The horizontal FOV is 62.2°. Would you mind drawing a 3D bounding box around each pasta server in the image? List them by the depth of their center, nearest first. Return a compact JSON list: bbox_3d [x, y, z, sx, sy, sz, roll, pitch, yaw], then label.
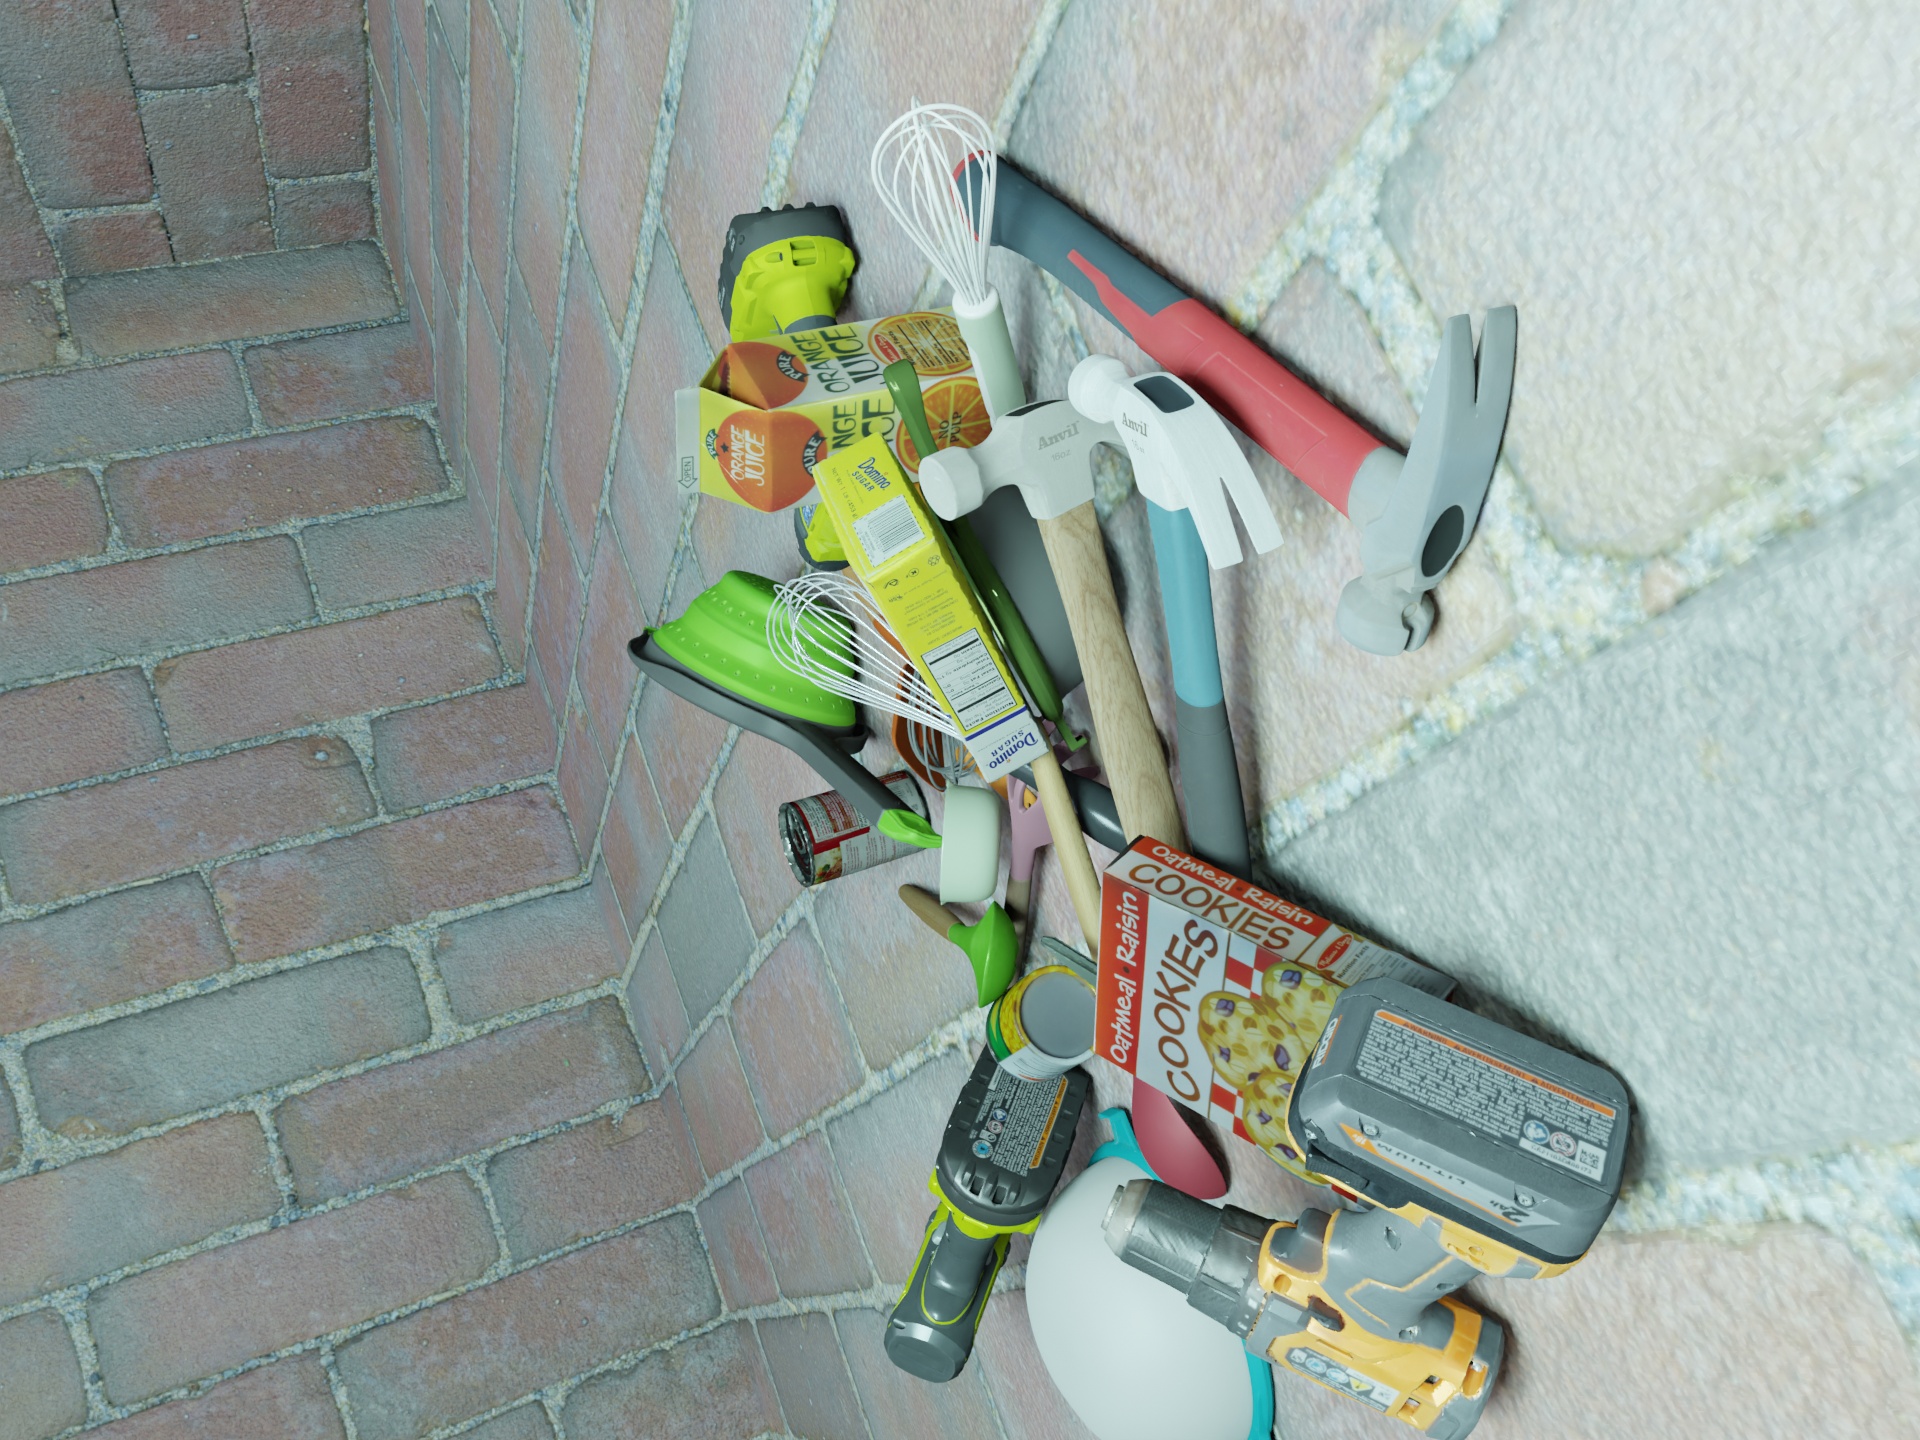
[{"bbox_3d":[0.045,0.114,1.060,0.060,0.040,0.316,48,152,31],"label":"pasta server"}]

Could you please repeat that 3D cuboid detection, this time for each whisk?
[{"bbox_3d":[0.005,-0.221,0.814,0.246,0.059,0.058,65,-174,-62],"label":"whisk"},{"bbox_3d":[-0.001,-0.003,0.941,0.285,0.070,0.070,34,143,17],"label":"whisk"},{"bbox_3d":[-0.019,-0.070,1.066,0.055,0.055,0.239,-165,66,-64],"label":"whisk"}]

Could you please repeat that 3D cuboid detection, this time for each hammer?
[{"bbox_3d":[0.097,-0.193,0.722,0.387,0.038,0.143,53,148,42],"label":"hammer"},{"bbox_3d":[0.114,-0.002,0.754,0.128,0.033,0.330,-133,26,-56],"label":"hammer"},{"bbox_3d":[0.084,-0.003,0.807,0.031,0.130,0.331,21,135,56],"label":"hammer"}]

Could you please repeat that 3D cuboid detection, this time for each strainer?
[{"bbox_3d":[0.026,-0.106,0.827,0.152,0.069,0.256,62,180,35],"label":"strainer"},{"bbox_3d":[0.129,0.425,0.976,0.210,0.095,0.341,96,151,-41],"label":"strainer"}]

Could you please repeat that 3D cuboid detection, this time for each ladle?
[{"bbox_3d":[0.088,0.144,0.911,0.069,0.031,0.315,6,118,61],"label":"ladle"}]

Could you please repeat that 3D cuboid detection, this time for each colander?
[{"bbox_3d":[-0.110,-0.026,1.203,0.397,0.204,0.094,37,105,50],"label":"colander"}]

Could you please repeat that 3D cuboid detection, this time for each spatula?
[{"bbox_3d":[-0.075,-0.086,1.188,0.080,0.041,0.323,46,-168,-53],"label":"spatula"}]

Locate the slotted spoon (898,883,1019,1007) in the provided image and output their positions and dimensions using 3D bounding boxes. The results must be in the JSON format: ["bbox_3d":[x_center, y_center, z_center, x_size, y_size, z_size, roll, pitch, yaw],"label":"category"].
[{"bbox_3d":[-0.007,0.147,1.153,0.314,0.031,0.070,-168,87,-76],"label":"slotted spoon"}]

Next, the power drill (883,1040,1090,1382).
[{"bbox_3d":[0.019,0.328,1.117,0.080,0.191,0.228,22,131,7],"label":"power drill"}]

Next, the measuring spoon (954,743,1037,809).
[{"bbox_3d":[0.024,0.043,1.079,0.117,0.011,0.021,36,136,55],"label":"measuring spoon"}]

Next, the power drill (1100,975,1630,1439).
[{"bbox_3d":[0.162,0.210,0.684,0.185,0.084,0.226,22,136,14],"label":"power drill"}]

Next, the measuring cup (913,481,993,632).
[{"bbox_3d":[-0.011,-0.068,1.003,0.095,0.052,0.173,-76,-27,-58],"label":"measuring cup"}]

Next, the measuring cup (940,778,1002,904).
[{"bbox_3d":[0.011,0.074,1.071,0.167,0.038,0.083,-58,-29,-82],"label":"measuring cup"}]

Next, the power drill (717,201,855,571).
[{"bbox_3d":[-0.102,-0.220,1.091,0.171,0.080,0.223,131,125,-68],"label":"power drill"}]
